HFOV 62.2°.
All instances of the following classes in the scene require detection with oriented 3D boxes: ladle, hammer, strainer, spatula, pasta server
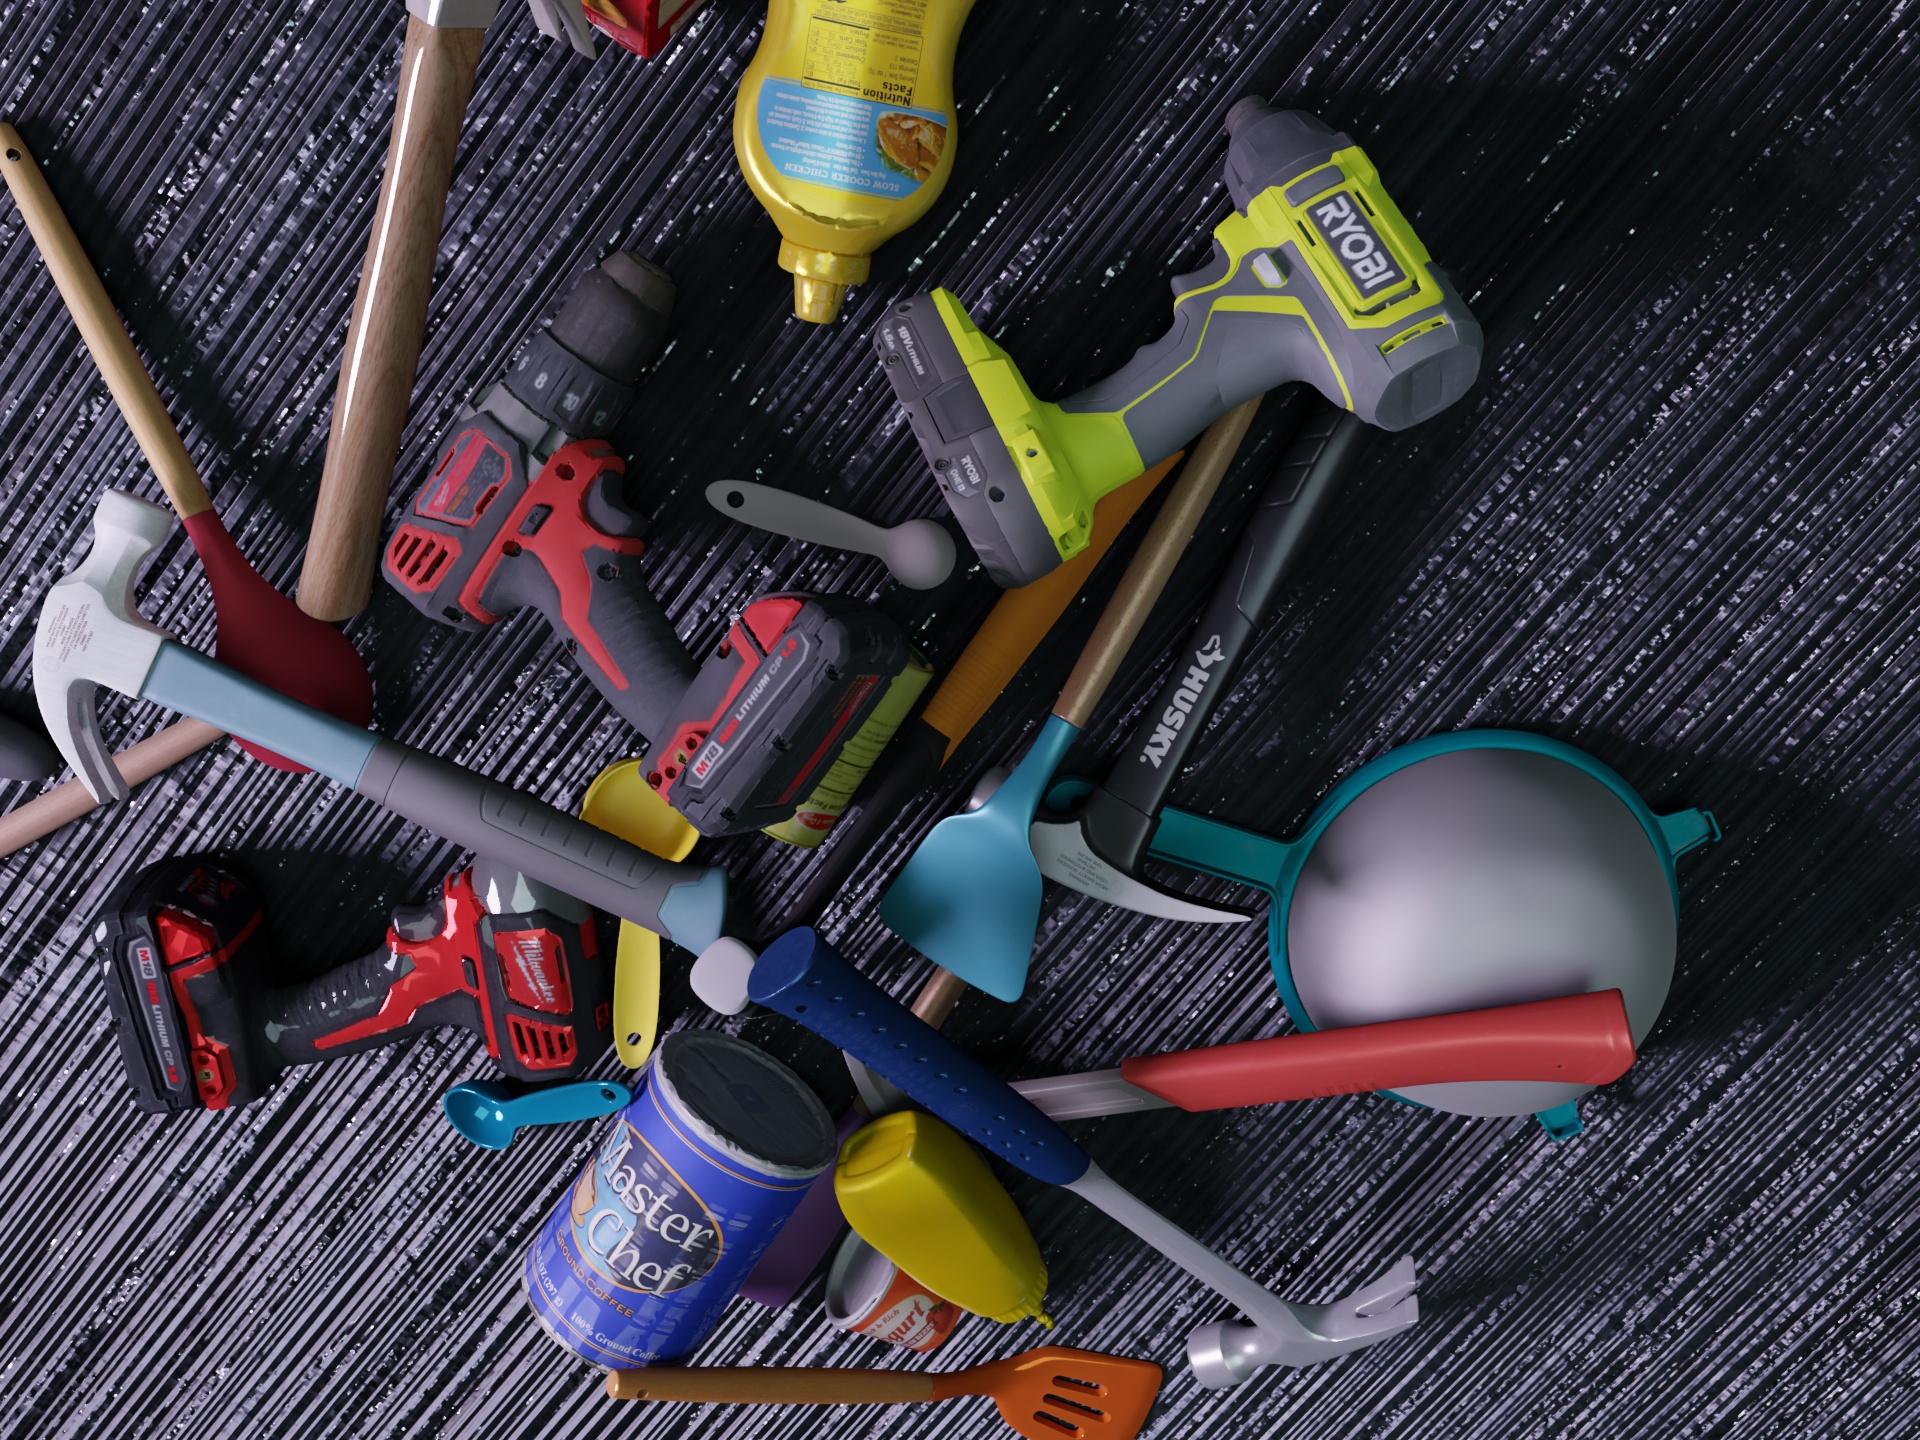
[{"bbox_3d":[-0.361,-0.119,0.729,0.069,0.031,0.315,-29,103,-24],"label":"ladle"},{"bbox_3d":[0.141,-0.061,0.747,0.146,0.035,0.335,30,97,15],"label":"hammer"},{"bbox_3d":[0.205,0.097,0.780,0.340,0.095,0.211,17,104,-5],"label":"strainer"},{"bbox_3d":[0.063,-0.022,0.741,0.082,0.044,0.317,30,92,18],"label":"spatula"},{"bbox_3d":[-0.473,0.064,0.772,0.316,0.040,0.060,-28,117,4],"label":"pasta server"},{"bbox_3d":[0.064,0.217,0.761,0.144,0.035,0.405,-30,123,32],"label":"hammer"},{"bbox_3d":[-0.233,-0.179,0.661,0.031,0.130,0.331,37,125,15],"label":"hammer"},{"bbox_3d":[-0.034,0.357,0.837,0.322,0.041,0.081,17,106,-34],"label":"spatula"},{"bbox_3d":[-0.254,0.024,0.722,0.331,0.033,0.128,26,90,-7],"label":"hammer"},{"bbox_3d":[0.126,0.163,0.756,0.359,0.037,0.149,-12,125,20],"label":"hammer"},{"bbox_3d":[-0.039,0.184,0.835,0.059,0.018,0.316,29,103,-15],"label":"spatula"},{"bbox_3d":[-0.001,-0.002,0.753,0.034,0.127,0.337,36,90,13],"label":"hammer"}]

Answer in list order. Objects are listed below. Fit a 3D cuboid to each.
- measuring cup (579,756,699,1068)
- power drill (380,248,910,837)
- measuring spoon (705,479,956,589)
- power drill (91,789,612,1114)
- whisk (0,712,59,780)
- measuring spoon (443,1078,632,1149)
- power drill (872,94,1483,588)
[{"bbox_3d":[-0.161,0.094,0.788,0.062,0.029,0.156,1,100,-19],"label":"measuring cup"},{"bbox_3d":[-0.131,-0.078,0.700,0.227,0.080,0.188,40,101,13],"label":"power drill"},{"bbox_3d":[-0.062,-0.091,0.758,0.124,0.018,0.034,16,104,-6],"label":"measuring spoon"},{"bbox_3d":[-0.288,0.112,0.776,0.219,0.079,0.143,-6,106,-4],"label":"power drill"},{"bbox_3d":[-0.563,-0.033,0.735,0.284,0.070,0.070,24,103,-14],"label":"whisk"},{"bbox_3d":[-0.209,0.190,0.804,0.128,0.021,0.042,-16,113,30],"label":"measuring spoon"},{"bbox_3d":[0.085,-0.168,0.690,0.223,0.080,0.171,-26,64,5],"label":"power drill"}]
